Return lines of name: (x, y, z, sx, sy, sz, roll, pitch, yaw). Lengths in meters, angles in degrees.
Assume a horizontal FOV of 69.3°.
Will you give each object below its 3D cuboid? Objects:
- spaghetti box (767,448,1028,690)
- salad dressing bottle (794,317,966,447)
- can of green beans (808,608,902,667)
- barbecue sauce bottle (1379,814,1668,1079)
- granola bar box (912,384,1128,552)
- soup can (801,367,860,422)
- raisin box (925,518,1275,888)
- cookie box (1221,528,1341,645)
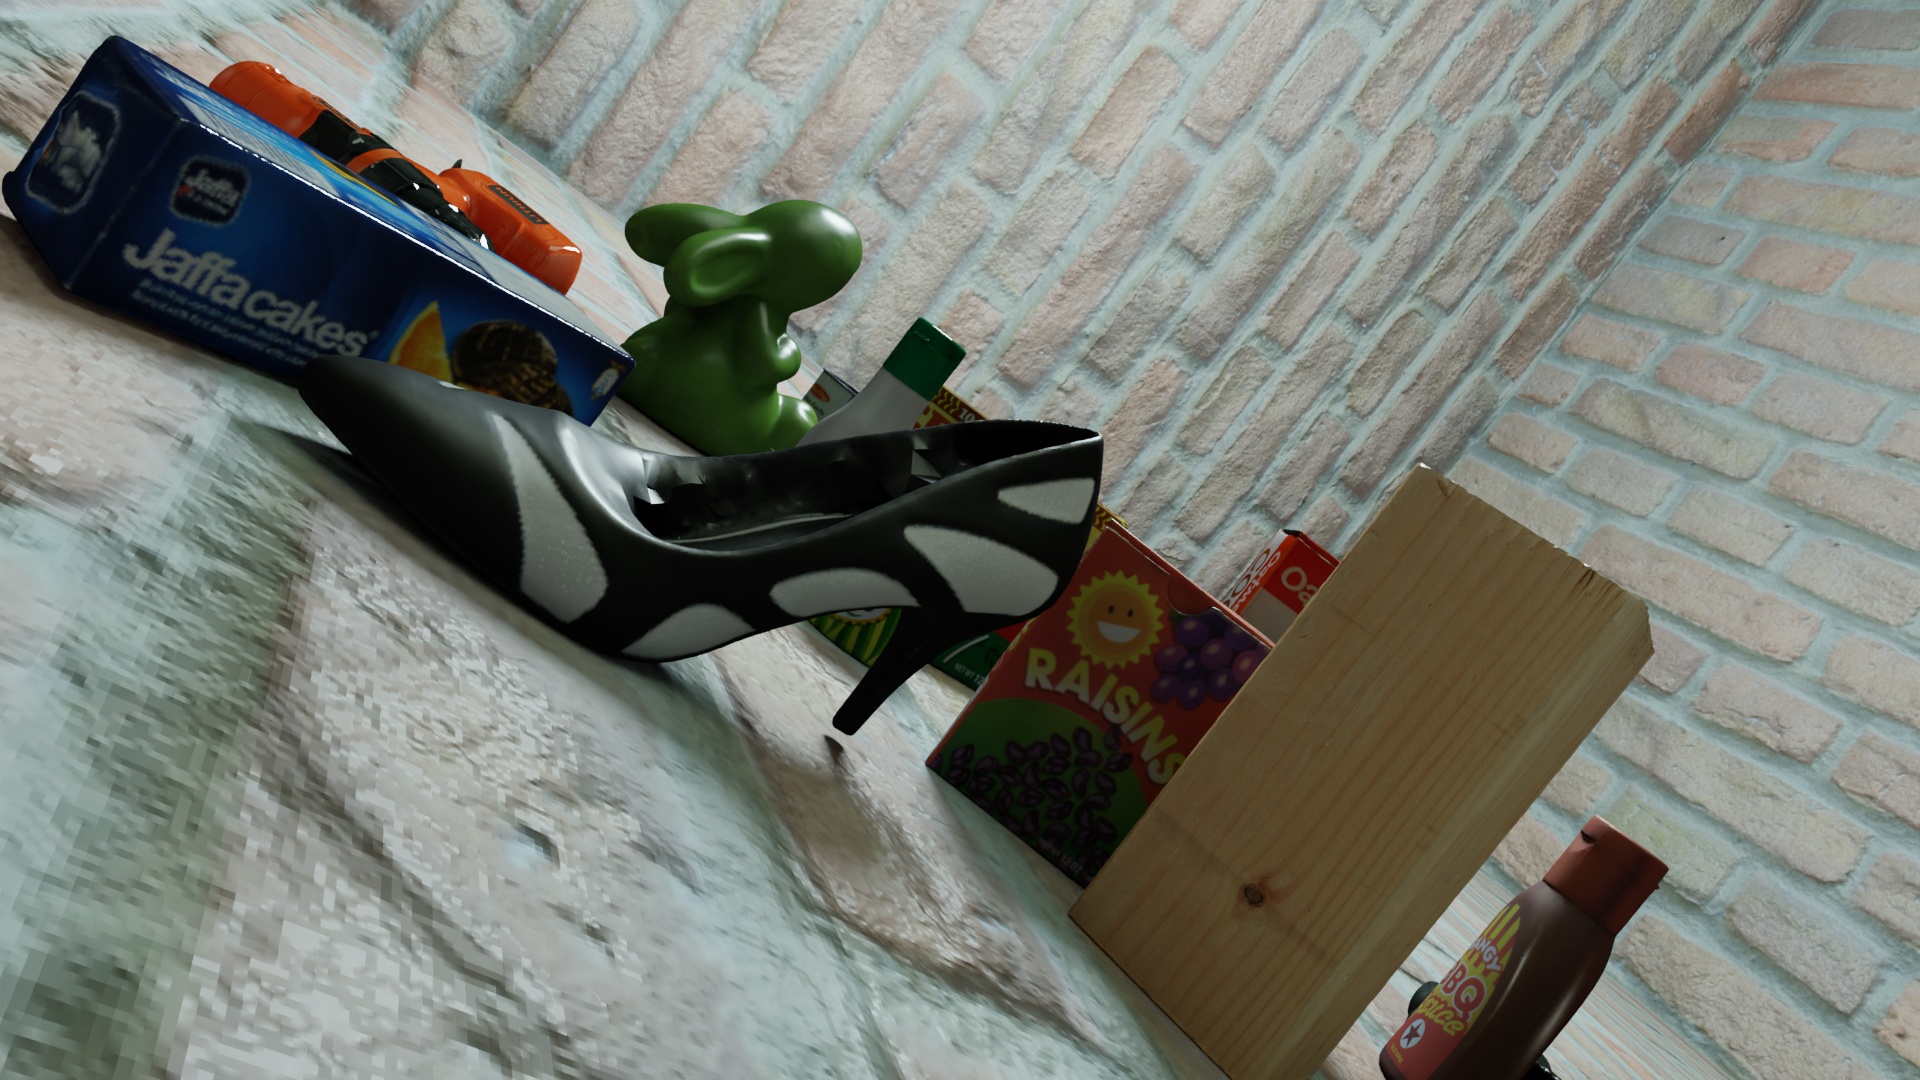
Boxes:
spaghetti box: (-0.017, 0.035, 0.745, 0.249, 0.050, 0.029, 34, 6, -34)
salad dressing bottle: (-0.054, -0.064, 0.830, 0.064, 0.147, 0.044, 40, 5, 27)
can of green beans: (-0.037, 0.024, 0.664, 0.071, 0.058, 0.071, 37, 5, -3)
barbecue sauce bottle: (0.247, 0.189, 0.607, 0.043, 0.148, 0.065, 37, 4, 1)
granola bar box: (0.003, -0.011, 0.876, 0.166, 0.124, 0.039, 39, 5, 15)
soup can: (-0.089, -0.064, 0.948, 0.071, 0.083, 0.071, 37, 5, -3)
raisin box: (0.057, 0.065, 0.563, 0.086, 0.123, 0.040, 38, 4, 5)
cookie box: (0.143, 0.097, 0.617, 0.123, 0.167, 0.040, 37, 4, -4)
